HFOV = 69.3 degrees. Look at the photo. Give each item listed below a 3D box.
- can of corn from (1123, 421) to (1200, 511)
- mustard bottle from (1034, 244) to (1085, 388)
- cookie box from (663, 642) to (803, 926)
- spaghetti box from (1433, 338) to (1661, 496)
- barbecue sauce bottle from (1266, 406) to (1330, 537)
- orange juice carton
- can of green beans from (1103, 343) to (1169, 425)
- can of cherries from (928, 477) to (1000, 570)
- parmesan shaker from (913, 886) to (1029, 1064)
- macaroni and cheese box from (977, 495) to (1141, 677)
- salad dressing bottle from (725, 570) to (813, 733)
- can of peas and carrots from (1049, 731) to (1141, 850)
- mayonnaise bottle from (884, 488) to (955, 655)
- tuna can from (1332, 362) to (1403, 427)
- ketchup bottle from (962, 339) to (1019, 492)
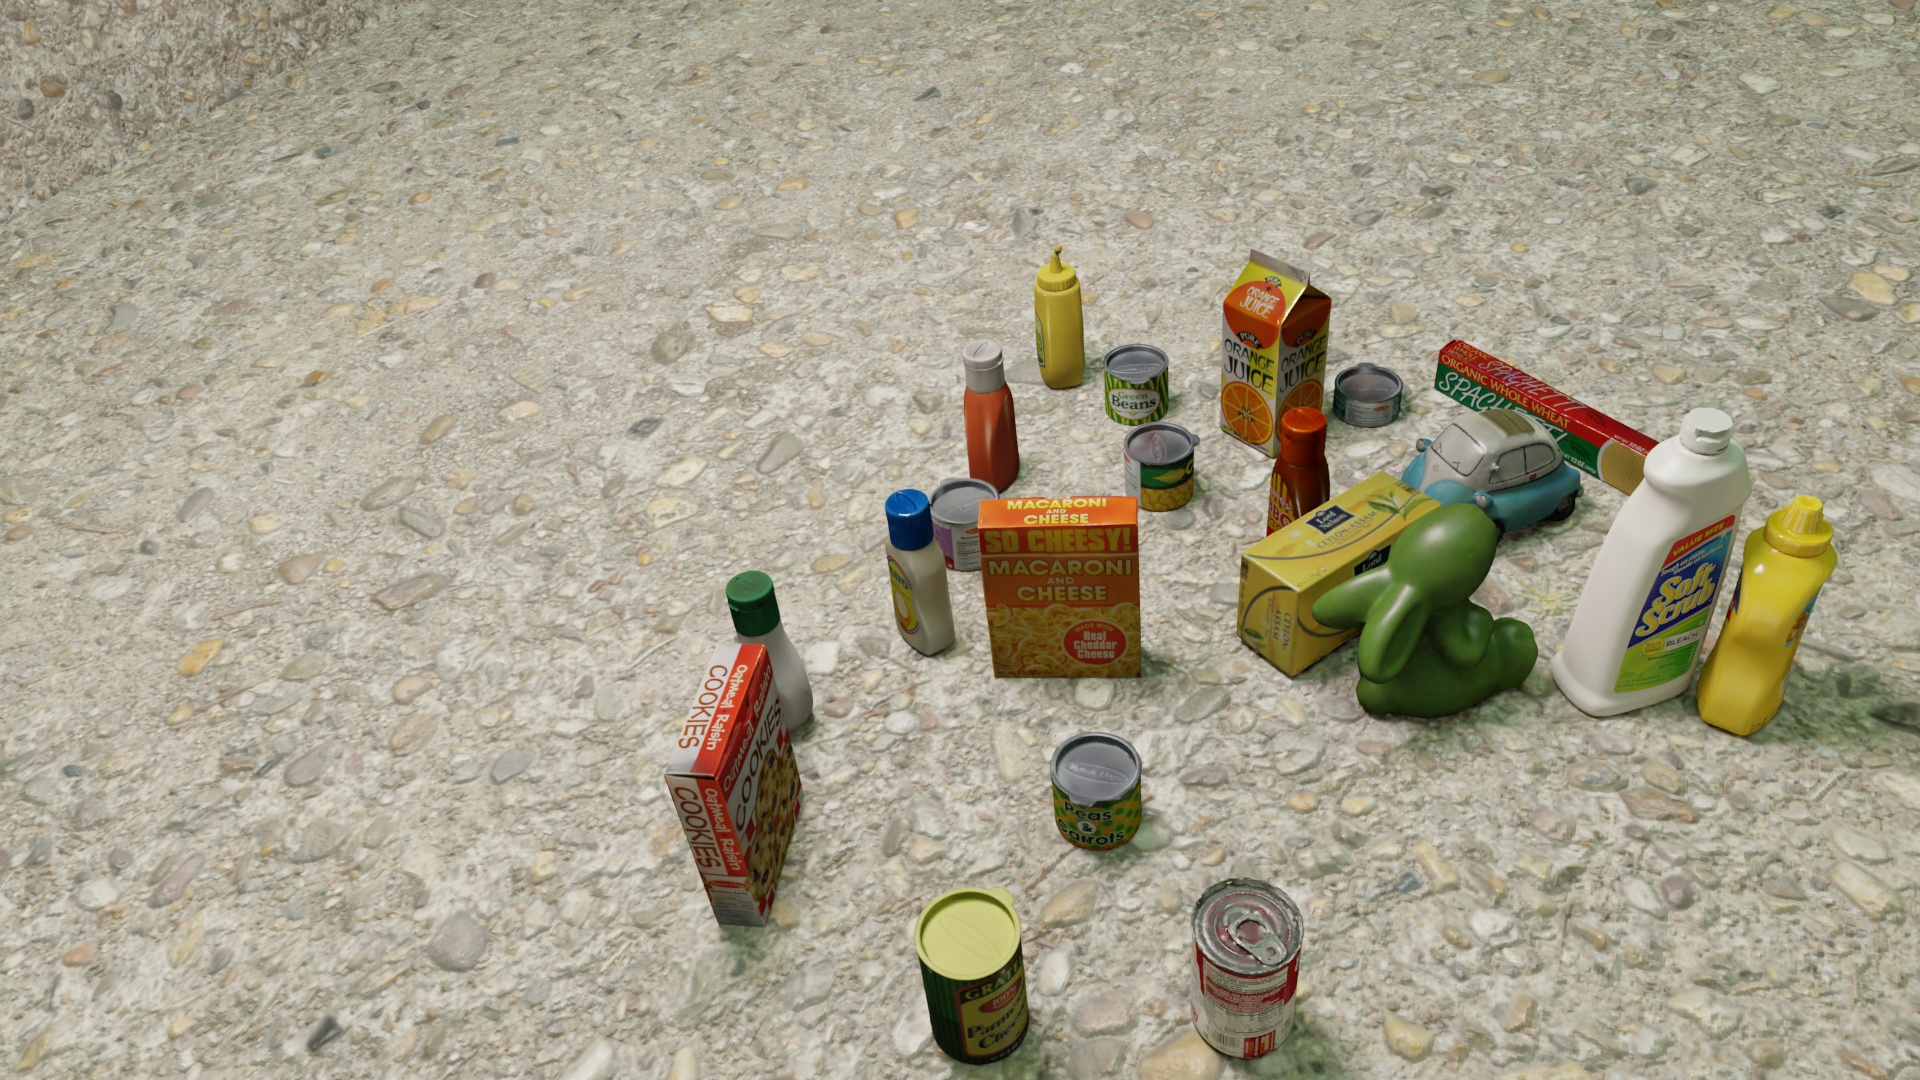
[{"bbox_3d":[0.190,-0.069,1.308,0.071,0.058,0.071,-4,40,4],"label":"can of corn"},{"bbox_3d":[0.101,-0.236,1.439,0.049,0.159,0.065,-10,40,-3],"label":"mustard bottle"},{"bbox_3d":[-0.155,0.173,0.985,0.040,0.166,0.123,1,41,10],"label":"cookie box"},{"bbox_3d":[0.555,-0.118,1.318,0.029,0.050,0.251,-26,44,-22],"label":"spaghetti box"},{"bbox_3d":[0.292,-0.045,1.194,0.044,0.147,0.065,-17,41,-11],"label":"barbecue sauce bottle"},{"bbox_3d":[0.299,-0.183,1.322,0.073,0.191,0.072,-30,45,-25],"label":"orange juice carton"},{"bbox_3d":[0.179,-0.158,1.415,0.071,0.057,0.071,-4,40,4],"label":"can of green beans"},{"bbox_3d":[0.005,-0.016,1.271,0.071,0.058,0.072,-4,40,4],"label":"can of cherries"},{"bbox_3d":[0.011,0.278,0.887,0.071,0.102,0.072,-4,40,4],"label":"parmesan shaker"},{"bbox_3d":[0.081,0.039,1.111,0.124,0.165,0.040,-1,40,7],"label":"macaroni and cheese box"},{"bbox_3d":[-0.153,0.090,1.099,0.064,0.146,0.044,24,49,32],"label":"salad dressing bottle"},{"bbox_3d":[0.099,0.186,1.018,0.071,0.058,0.071,-4,40,4],"label":"can of peas and carrots"},{"bbox_3d":[-0.037,0.025,1.159,0.041,0.147,0.065,-26,43,-21],"label":"mayonnaise bottle"},{"bbox_3d":[0.406,-0.145,1.386,0.071,0.032,0.071,-4,40,4],"label":"tuna can"},{"bbox_3d":[0.028,-0.119,1.320,0.043,0.148,0.065,12,44,22],"label":"ketchup bottle"}]
